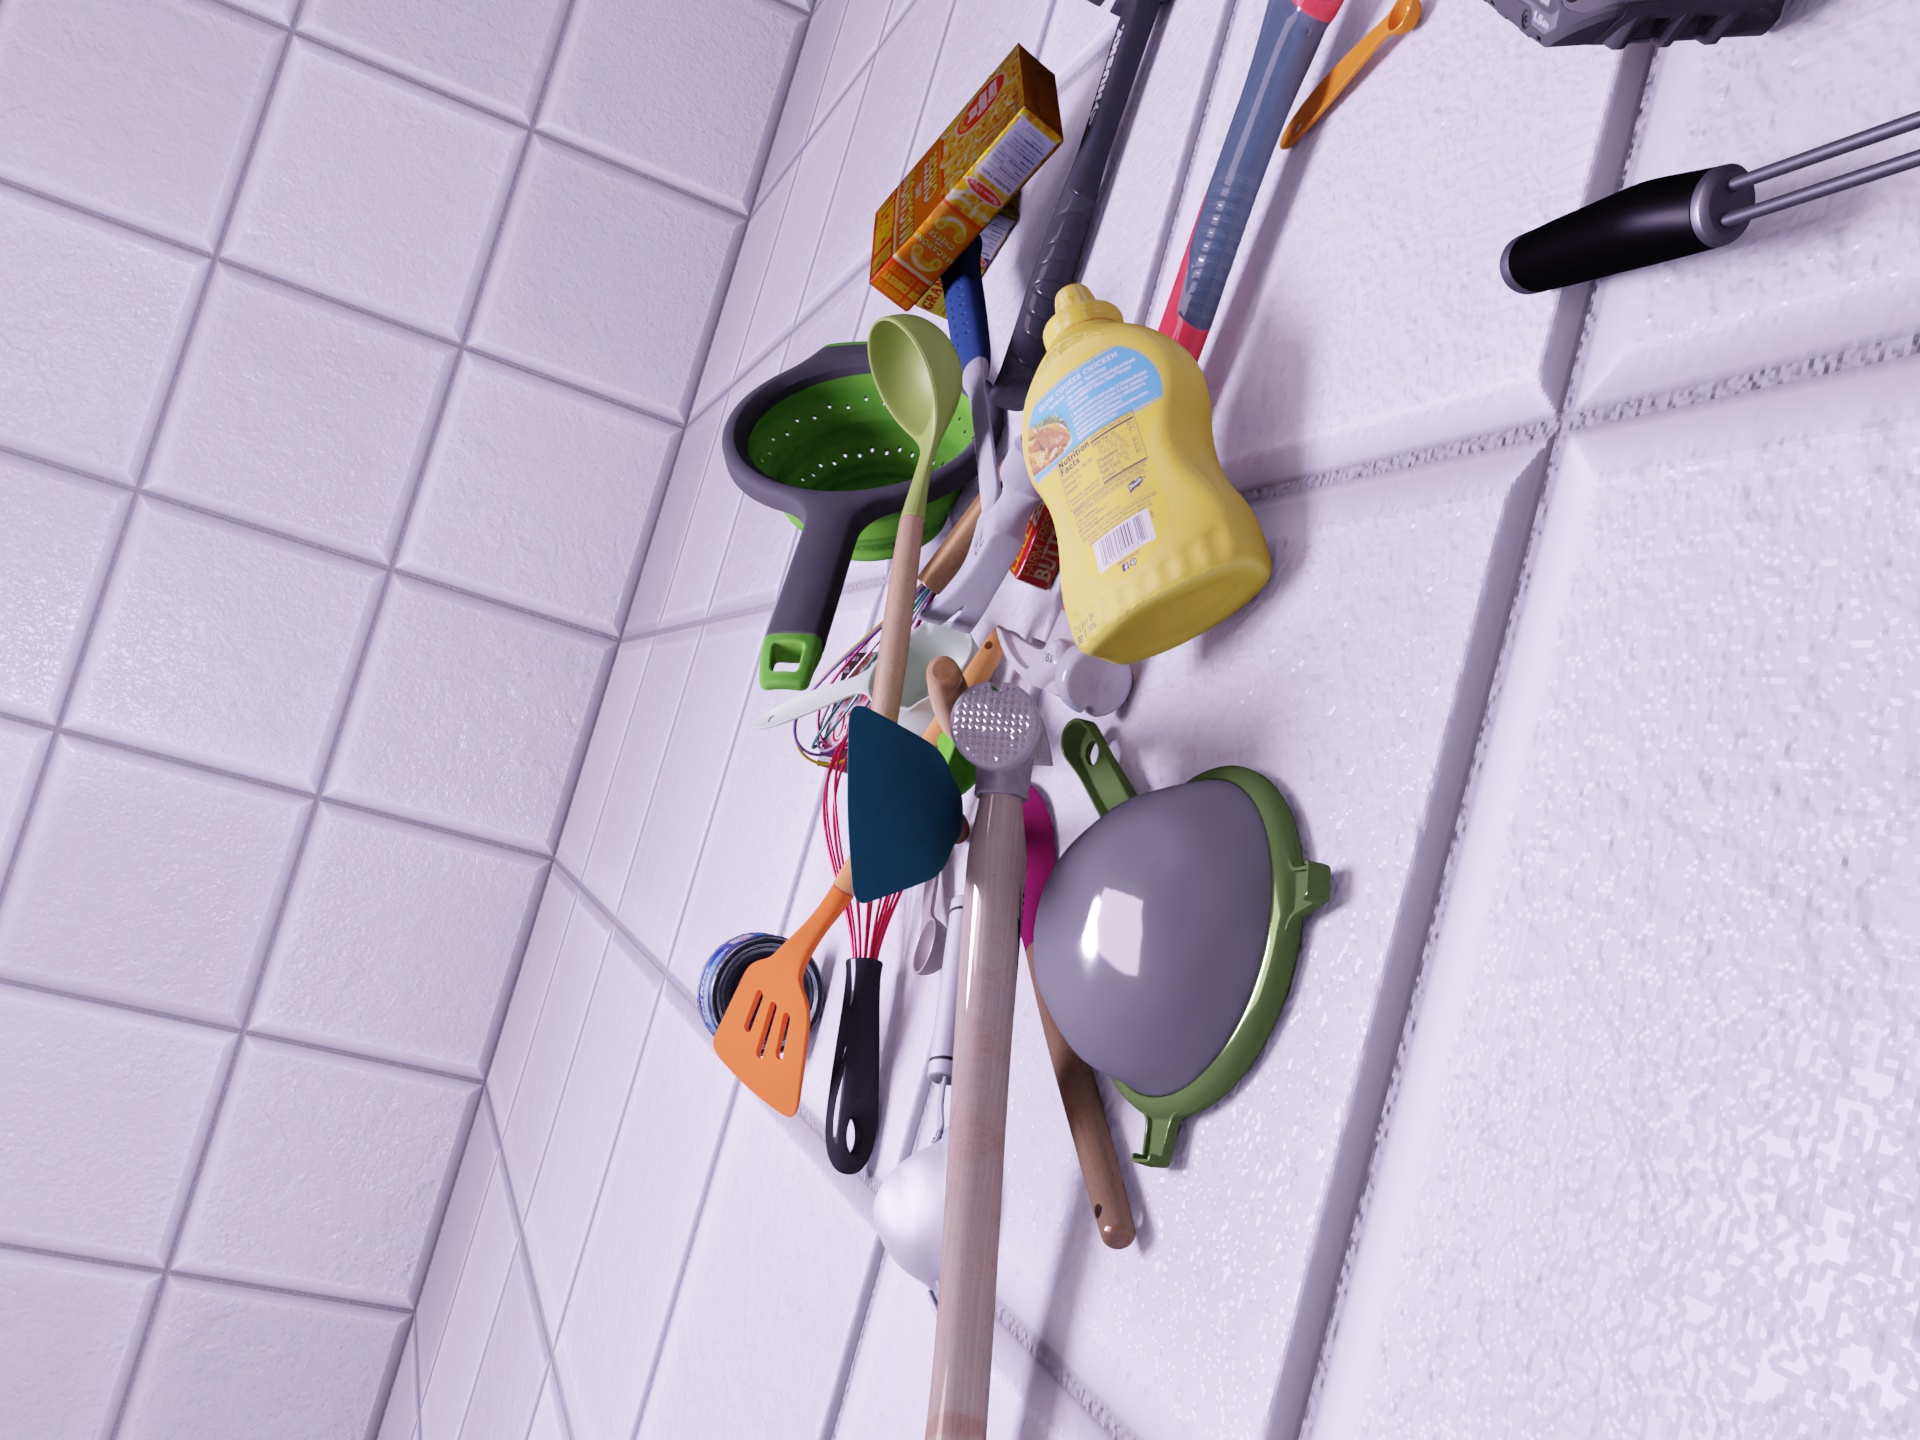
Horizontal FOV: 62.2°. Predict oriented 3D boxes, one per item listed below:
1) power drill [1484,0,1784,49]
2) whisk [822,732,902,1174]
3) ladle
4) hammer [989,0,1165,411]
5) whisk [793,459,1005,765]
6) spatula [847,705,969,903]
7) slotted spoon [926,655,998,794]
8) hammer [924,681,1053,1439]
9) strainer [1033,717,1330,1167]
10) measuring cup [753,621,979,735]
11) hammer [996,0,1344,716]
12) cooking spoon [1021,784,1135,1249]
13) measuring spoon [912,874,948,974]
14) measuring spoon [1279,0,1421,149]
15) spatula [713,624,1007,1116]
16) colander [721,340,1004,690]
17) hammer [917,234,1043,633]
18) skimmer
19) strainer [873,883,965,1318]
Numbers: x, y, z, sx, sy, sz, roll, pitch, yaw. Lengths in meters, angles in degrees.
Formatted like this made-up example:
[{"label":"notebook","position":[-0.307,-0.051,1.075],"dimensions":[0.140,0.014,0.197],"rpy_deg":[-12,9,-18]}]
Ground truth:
[{"label":"power drill","position":[0.216,-0.328,0.469],"dimensions":[0.171,0.080,0.223],"rpy_deg":[-98,4,-50]},{"label":"whisk","position":[-0.060,0.133,1.002],"dimensions":[0.073,0.073,0.296],"rpy_deg":[141,137,-58]},{"label":"ladle","position":[-0.044,-0.099,0.952],"dimensions":[0.078,0.062,0.320],"rpy_deg":[134,145,-66]},{"label":"hammer","position":[0.084,-0.373,1.080],"dimensions":[0.335,0.035,0.146],"rpy_deg":[-72,20,3]},{"label":"whisk","position":[-0.030,-0.070,1.068],"dimensions":[0.245,0.047,0.051],"rpy_deg":[-53,-17,8]},{"label":"spatula","position":[-0.018,0.050,0.808],"dimensions":[0.317,0.044,0.082],"rpy_deg":[69,-161,-83]},{"label":"slotted spoon","position":[-0.001,-0.003,0.809],"dimensions":[0.313,0.031,0.070],"rpy_deg":[72,-138,-83]},{"label":"hammer","position":[0.008,0.196,0.708],"dimensions":[0.146,0.038,0.411],"rpy_deg":[53,-139,-79]},{"label":"strainer","position":[0.063,0.059,0.706],"dimensions":[0.151,0.069,0.257],"rpy_deg":[-65,22,22]},{"label":"measuring cup","position":[-0.057,-0.011,1.030],"dimensions":[0.167,0.038,0.083],"rpy_deg":[-18,39,25]},{"label":"hammer","position":[0.109,-0.199,0.840],"dimensions":[0.143,0.038,0.386],"rpy_deg":[-135,63,-70]},{"label":"cooking spoon","position":[0.043,0.129,0.777],"dimensions":[0.319,0.017,0.068],"rpy_deg":[-105,36,-58]},{"label":"measuring spoon","position":[-0.011,0.104,0.964],"dimensions":[0.124,0.018,0.034],"rpy_deg":[-84,19,-48]},{"label":"measuring spoon","position":[0.190,-0.314,0.779],"dimensions":[0.117,0.011,0.021],"rpy_deg":[144,140,-65]},{"label":"spatula","position":[-0.054,0.084,0.967],"dimensions":[0.081,0.041,0.322],"rpy_deg":[31,88,35]},{"label":"colander","position":[-0.078,-0.129,1.114],"dimensions":[0.397,0.204,0.094],"rpy_deg":[-79,-13,-47]},{"label":"hammer","position":[0.007,-0.219,1.052],"dimensions":[0.406,0.035,0.144],"rpy_deg":[-95,27,-49]},{"label":"skimmer","position":[0.256,-0.133,0.407],"dimensions":[0.363,0.090,0.127],"rpy_deg":[-132,58,-80]},{"label":"strainer","position":[-0.011,0.194,0.844],"dimensions":[0.086,0.050,0.259],"rpy_deg":[110,171,-55]}]
